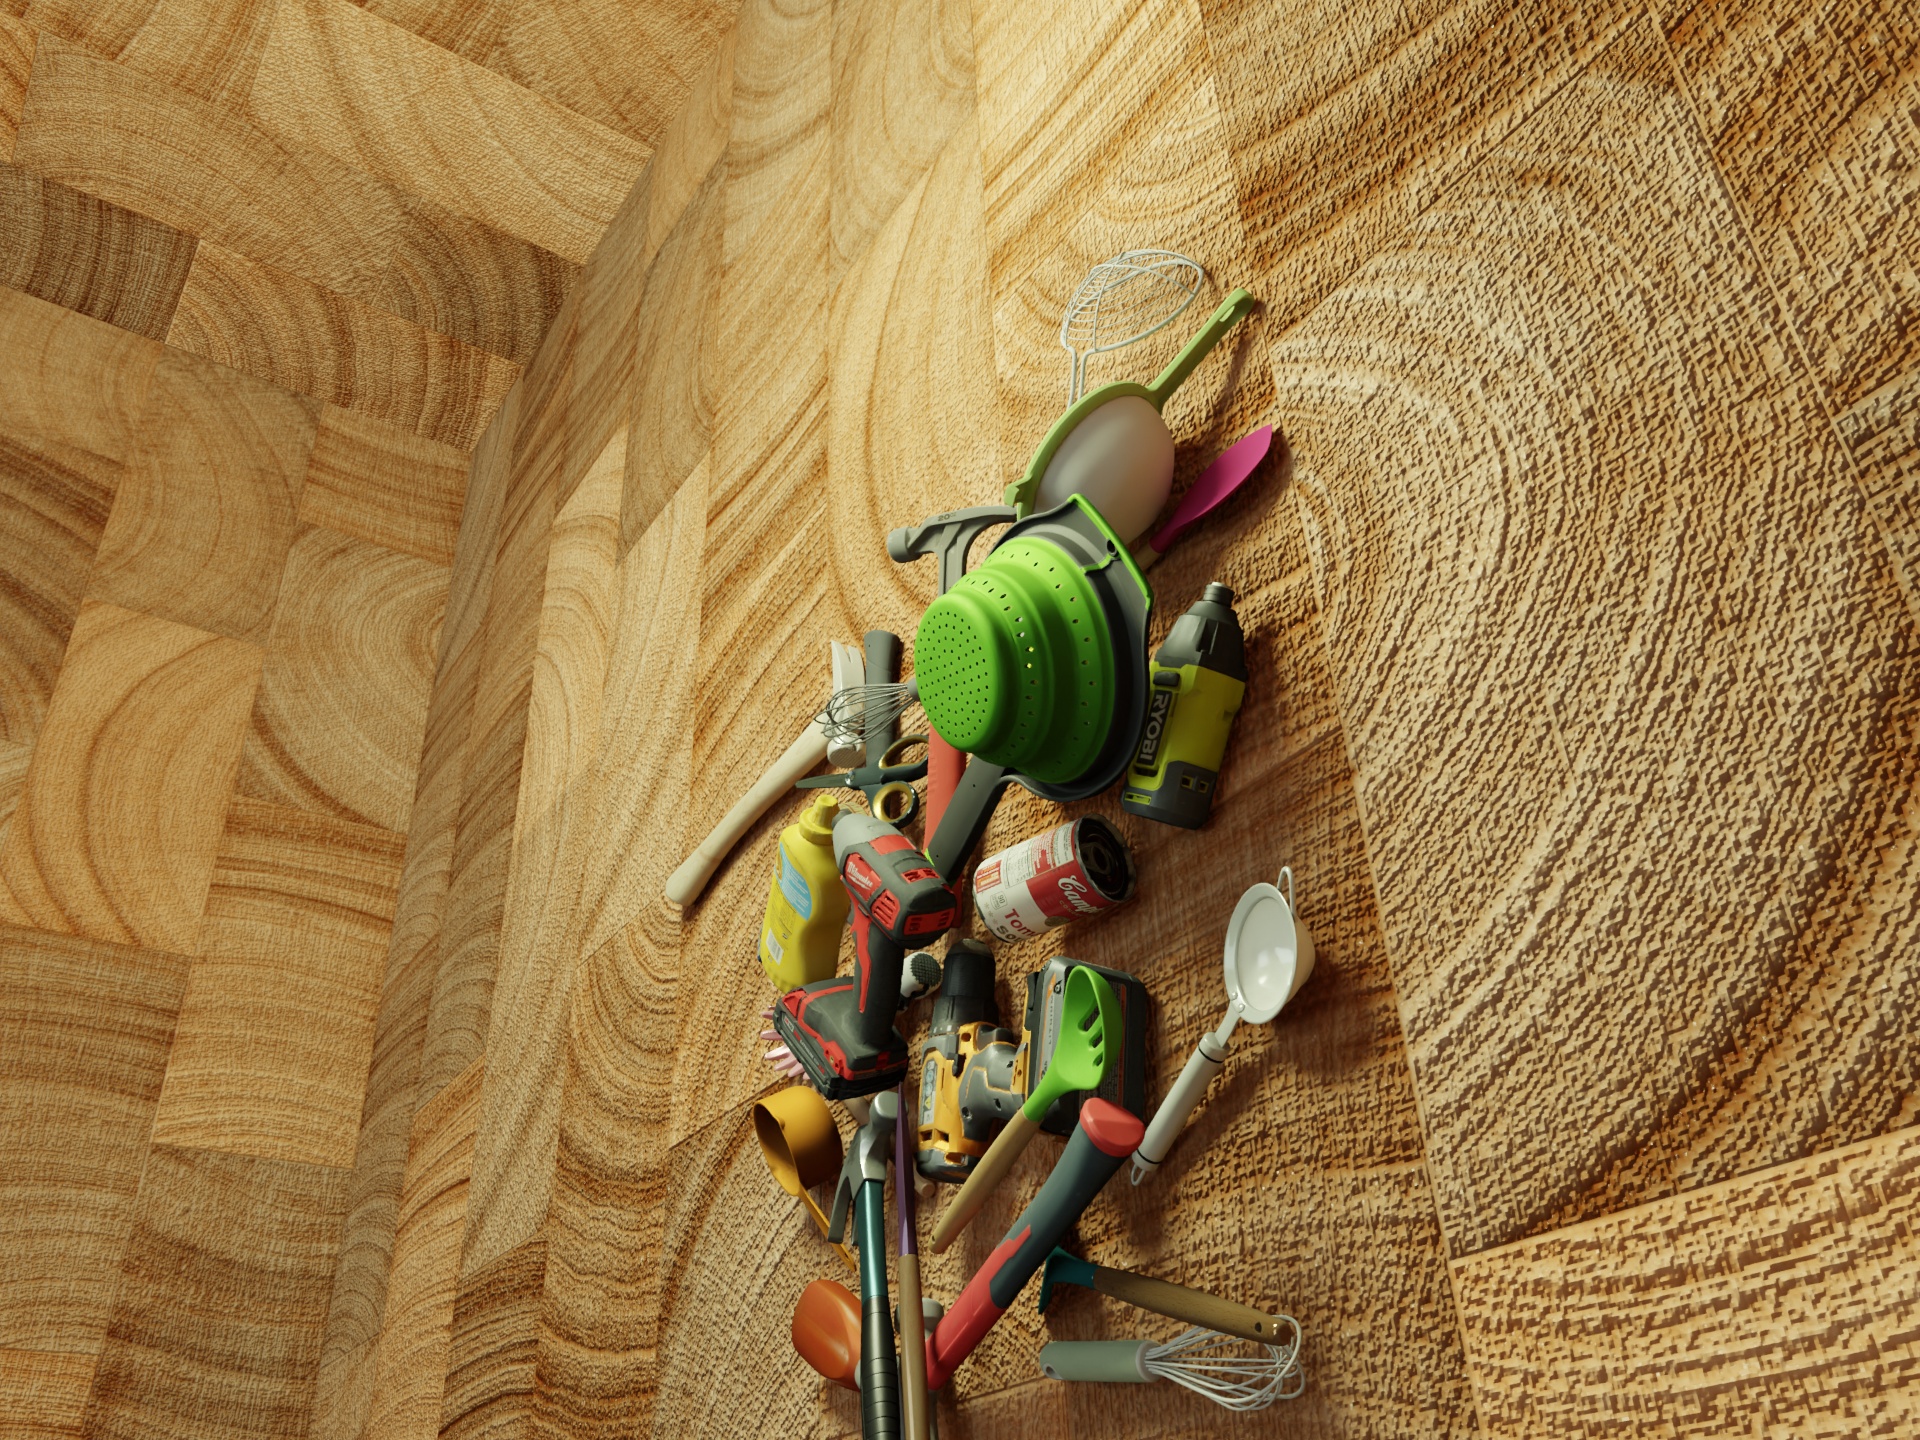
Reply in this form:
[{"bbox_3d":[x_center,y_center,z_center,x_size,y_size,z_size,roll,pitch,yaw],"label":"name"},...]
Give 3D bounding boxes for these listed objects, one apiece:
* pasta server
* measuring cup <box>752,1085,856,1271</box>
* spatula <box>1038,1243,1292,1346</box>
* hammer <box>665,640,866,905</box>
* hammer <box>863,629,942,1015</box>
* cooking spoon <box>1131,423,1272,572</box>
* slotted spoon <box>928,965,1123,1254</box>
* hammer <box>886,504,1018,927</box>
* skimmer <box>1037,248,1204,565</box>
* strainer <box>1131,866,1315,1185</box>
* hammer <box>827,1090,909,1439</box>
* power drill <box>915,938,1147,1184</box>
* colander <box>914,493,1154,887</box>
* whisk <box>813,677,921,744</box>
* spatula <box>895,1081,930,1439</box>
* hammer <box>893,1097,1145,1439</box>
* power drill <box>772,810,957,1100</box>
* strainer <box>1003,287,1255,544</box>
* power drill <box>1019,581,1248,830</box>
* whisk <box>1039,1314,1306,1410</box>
[{"bbox_3d":[-0.102,0.330,1.387,0.316,0.040,0.060,31,120,59],"label":"pasta server"},{"bbox_3d":[-0.116,0.391,1.367,0.174,0.052,0.095,49,147,32],"label":"measuring cup"},{"bbox_3d":[0.110,0.345,0.971,0.317,0.044,0.082,-19,56,63],"label":"spatula"},{"bbox_3d":[-0.218,0.079,1.724,0.410,0.038,0.146,-44,38,40],"label":"hammer"},{"bbox_3d":[-0.075,0.086,1.480,0.149,0.036,0.409,-41,41,44],"label":"hammer"},{"bbox_3d":[0.138,-0.122,1.248,0.318,0.017,0.069,-43,20,41],"label":"cooking spoon"},{"bbox_3d":[0.037,0.267,1.036,0.070,0.031,0.313,-108,34,-41],"label":"slotted spoon"},{"bbox_3d":[-0.002,-0.004,1.357,0.149,0.036,0.359,-6,77,34],"label":"hammer"},{"bbox_3d":[0.109,-0.216,1.322,0.127,0.090,0.363,21,100,52],"label":"skimmer"},{"bbox_3d":[0.166,0.200,1.005,0.258,0.050,0.087,-65,24,24],"label":"strainer"},{"bbox_3d":[-0.062,0.444,1.172,0.331,0.033,0.128,-98,26,-51],"label":"hammer"},{"bbox_3d":[0.042,0.233,1.161,0.226,0.084,0.185,-35,44,53],"label":"power drill"},{"bbox_3d":[0.007,0.015,1.160,0.205,0.094,0.396,59,142,30],"label":"colander"},{"bbox_3d":[-0.041,-0.029,1.437,0.239,0.055,0.055,-22,54,36],"label":"whisk"},{"bbox_3d":[-0.036,0.406,1.129,0.059,0.018,0.316,88,177,-52],"label":"spatula"},{"bbox_3d":[0.030,0.376,1.038,0.143,0.038,0.386,-95,23,-44],"label":"hammer"},{"bbox_3d":[-0.080,0.186,1.293,0.143,0.078,0.219,44,128,42],"label":"power drill"},{"bbox_3d":[0.153,-0.218,1.217,0.256,0.151,0.069,-49,61,2],"label":"strainer"},{"bbox_3d":[0.116,-0.020,1.177,0.223,0.080,0.171,9,83,56],"label":"power drill"},{"bbox_3d":[0.122,0.391,0.974,0.059,0.057,0.246,-49,10,-36],"label":"whisk"}]
